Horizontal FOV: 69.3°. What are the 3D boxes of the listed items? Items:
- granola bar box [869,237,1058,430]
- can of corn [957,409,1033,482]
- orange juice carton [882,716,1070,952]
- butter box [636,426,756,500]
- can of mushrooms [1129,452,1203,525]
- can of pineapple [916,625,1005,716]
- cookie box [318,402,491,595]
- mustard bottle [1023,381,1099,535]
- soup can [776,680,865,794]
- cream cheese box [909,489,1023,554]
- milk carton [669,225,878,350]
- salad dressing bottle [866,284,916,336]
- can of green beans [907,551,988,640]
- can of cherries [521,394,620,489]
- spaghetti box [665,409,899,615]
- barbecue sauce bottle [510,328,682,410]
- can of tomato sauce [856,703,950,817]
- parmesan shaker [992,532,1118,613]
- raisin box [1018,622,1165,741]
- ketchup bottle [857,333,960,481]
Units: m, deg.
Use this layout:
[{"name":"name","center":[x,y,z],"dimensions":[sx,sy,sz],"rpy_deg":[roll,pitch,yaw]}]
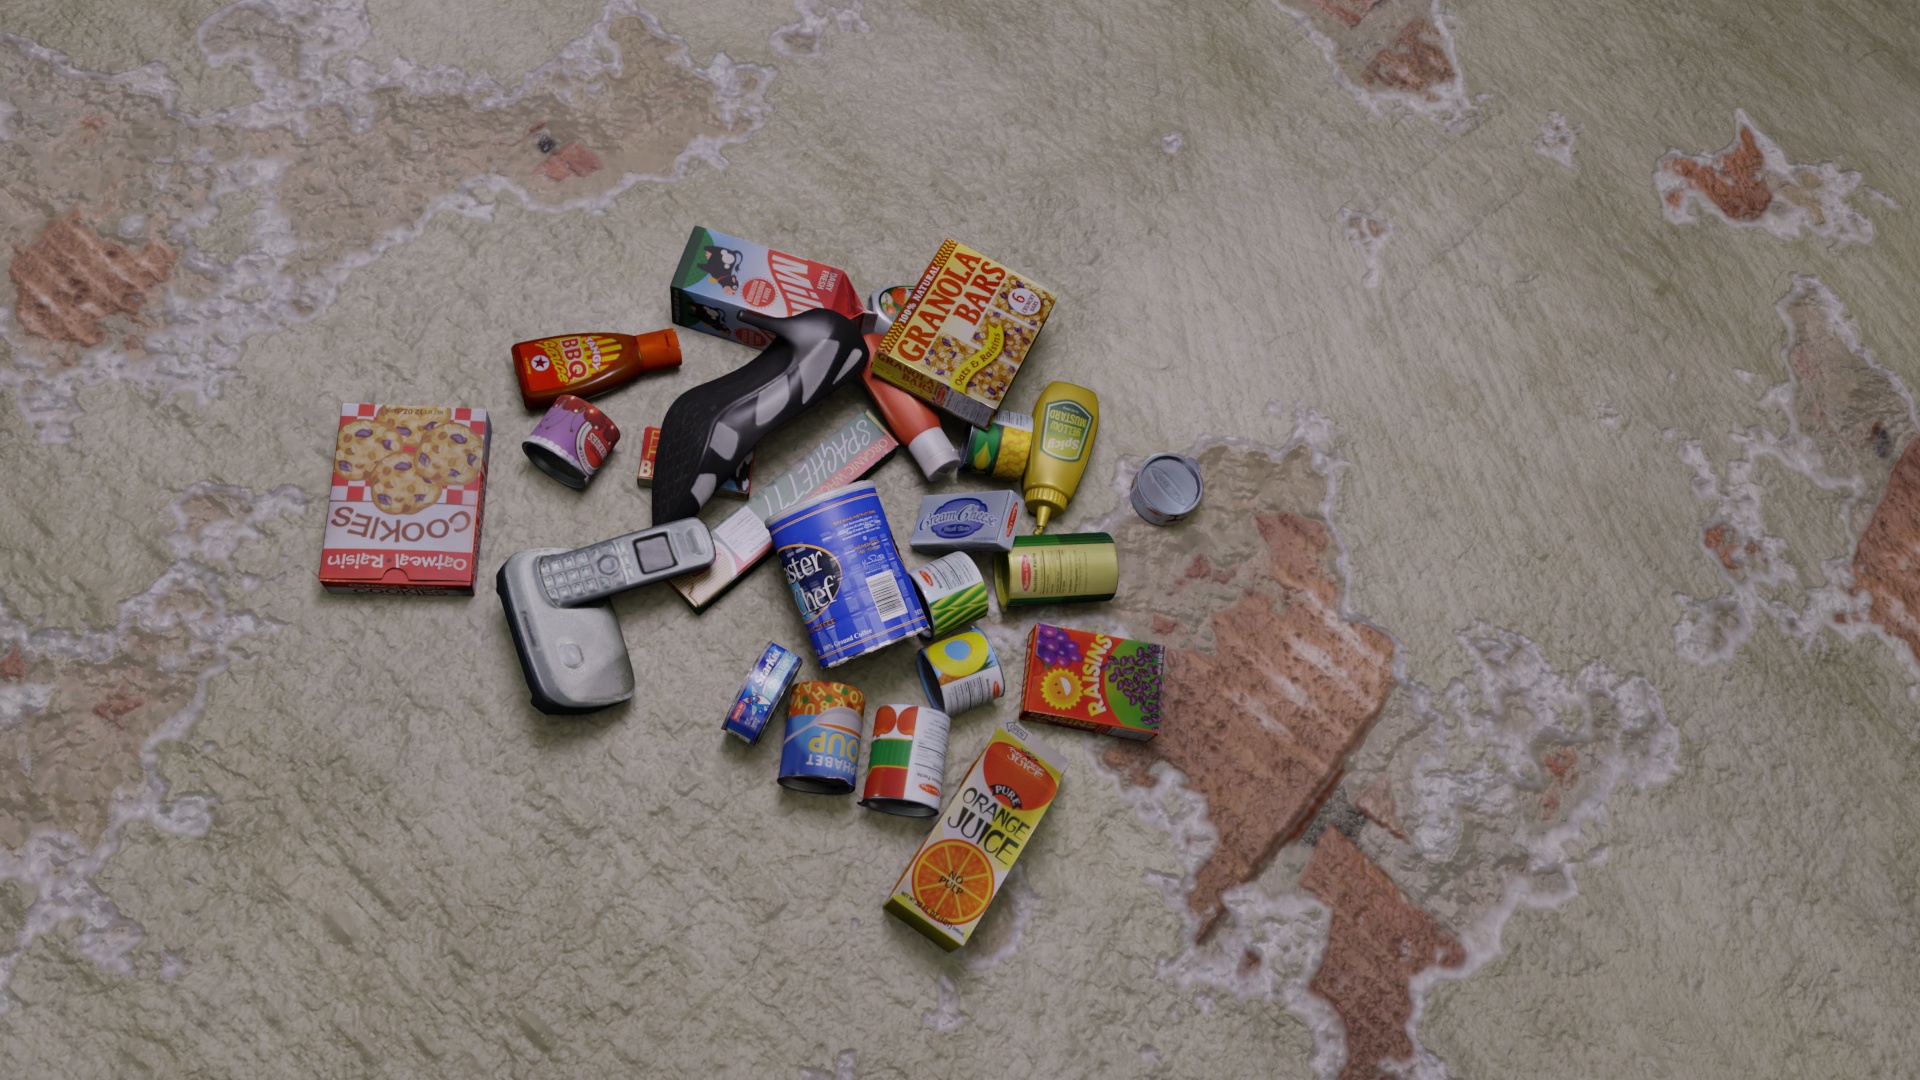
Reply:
[{"name":"granola bar box","center":[0.005,-0.197,1.313],"dimensions":[0.124,0.038,0.166],"rpy_deg":[27,56,1]},{"name":"can of corn","center":[0.033,-0.090,1.321],"dimensions":[0.058,0.071,0.071],"rpy_deg":[12,67,-6]},{"name":"orange juice carton","center":[0.018,0.245,1.178],"dimensions":[0.072,0.072,0.193],"rpy_deg":[34,66,4]},{"name":"butter box","center":[-0.243,-0.071,1.281],"dimensions":[0.103,0.024,0.053],"rpy_deg":[8,68,-7]},{"name":"can of mushrooms","center":[0.202,-0.051,1.353],"dimensions":[0.071,0.033,0.071],"rpy_deg":[4,68,-9]},{"name":"can of pineapple","center":[-0.001,0.116,1.231],"dimensions":[0.058,0.070,0.071],"rpy_deg":[-19,73,-17]},{"name":"cookie box","center":[-0.482,-0.036,1.213],"dimensions":[0.123,0.040,0.168],"rpy_deg":[2,68,-10]},{"name":"mustard bottle","center":[0.091,-0.074,1.333],"dimensions":[0.065,0.048,0.161],"rpy_deg":[14,66,-3]},{"name":"soup can","center":[-0.116,0.168,1.184],"dimensions":[0.071,0.071,0.084],"rpy_deg":[9,67,-7]},{"name":"cream cheese box","center":[0.005,-0.016,1.272],"dimensions":[0.103,0.024,0.053],"rpy_deg":[-2,61,37]},{"name":"milk carton","center":[-0.174,-0.227,1.331],"dimensions":[0.191,0.072,0.074],"rpy_deg":[17,67,-4]},{"name":"salad dressing bottle","center":[-0.017,-0.221,1.374],"dimensions":[0.148,0.043,0.064],"rpy_deg":[-1,62,-13]},{"name":"can of green beans","center":[-0.015,0.050,1.253],"dimensions":[0.058,0.071,0.071],"rpy_deg":[-21,74,-21]},{"name":"can of cherries","center":[-0.346,-0.088,1.244],"dimensions":[0.071,0.071,0.058],"rpy_deg":[30,65,2]},{"name":"spaghetti box","center":[-0.162,-0.028,1.277],"dimensions":[0.251,0.028,0.050],"rpy_deg":[-41,81,-22]},{"name":"barbecue sauce bottle","center":[-0.336,-0.166,1.291],"dimensions":[0.149,0.043,0.065],"rpy_deg":[-14,71,-16]},{"name":"can of tomato sauce","center":[-0.048,0.189,1.193],"dimensions":[0.071,0.071,0.083],"rpy_deg":[11,67,-6]},{"name":"parmesan shaker","center":[0.087,0.029,1.283],"dimensions":[0.103,0.071,0.071],"rpy_deg":[-2,69,-12]},{"name":"raisin box","center":[0.120,0.129,1.262],"dimensions":[0.123,0.040,0.086],"rpy_deg":[11,68,-6]},{"name":"ketchup bottle","center":[-0.052,-0.126,1.314],"dimensions":[0.043,0.065,0.149],"rpy_deg":[-36,73,12]}]
